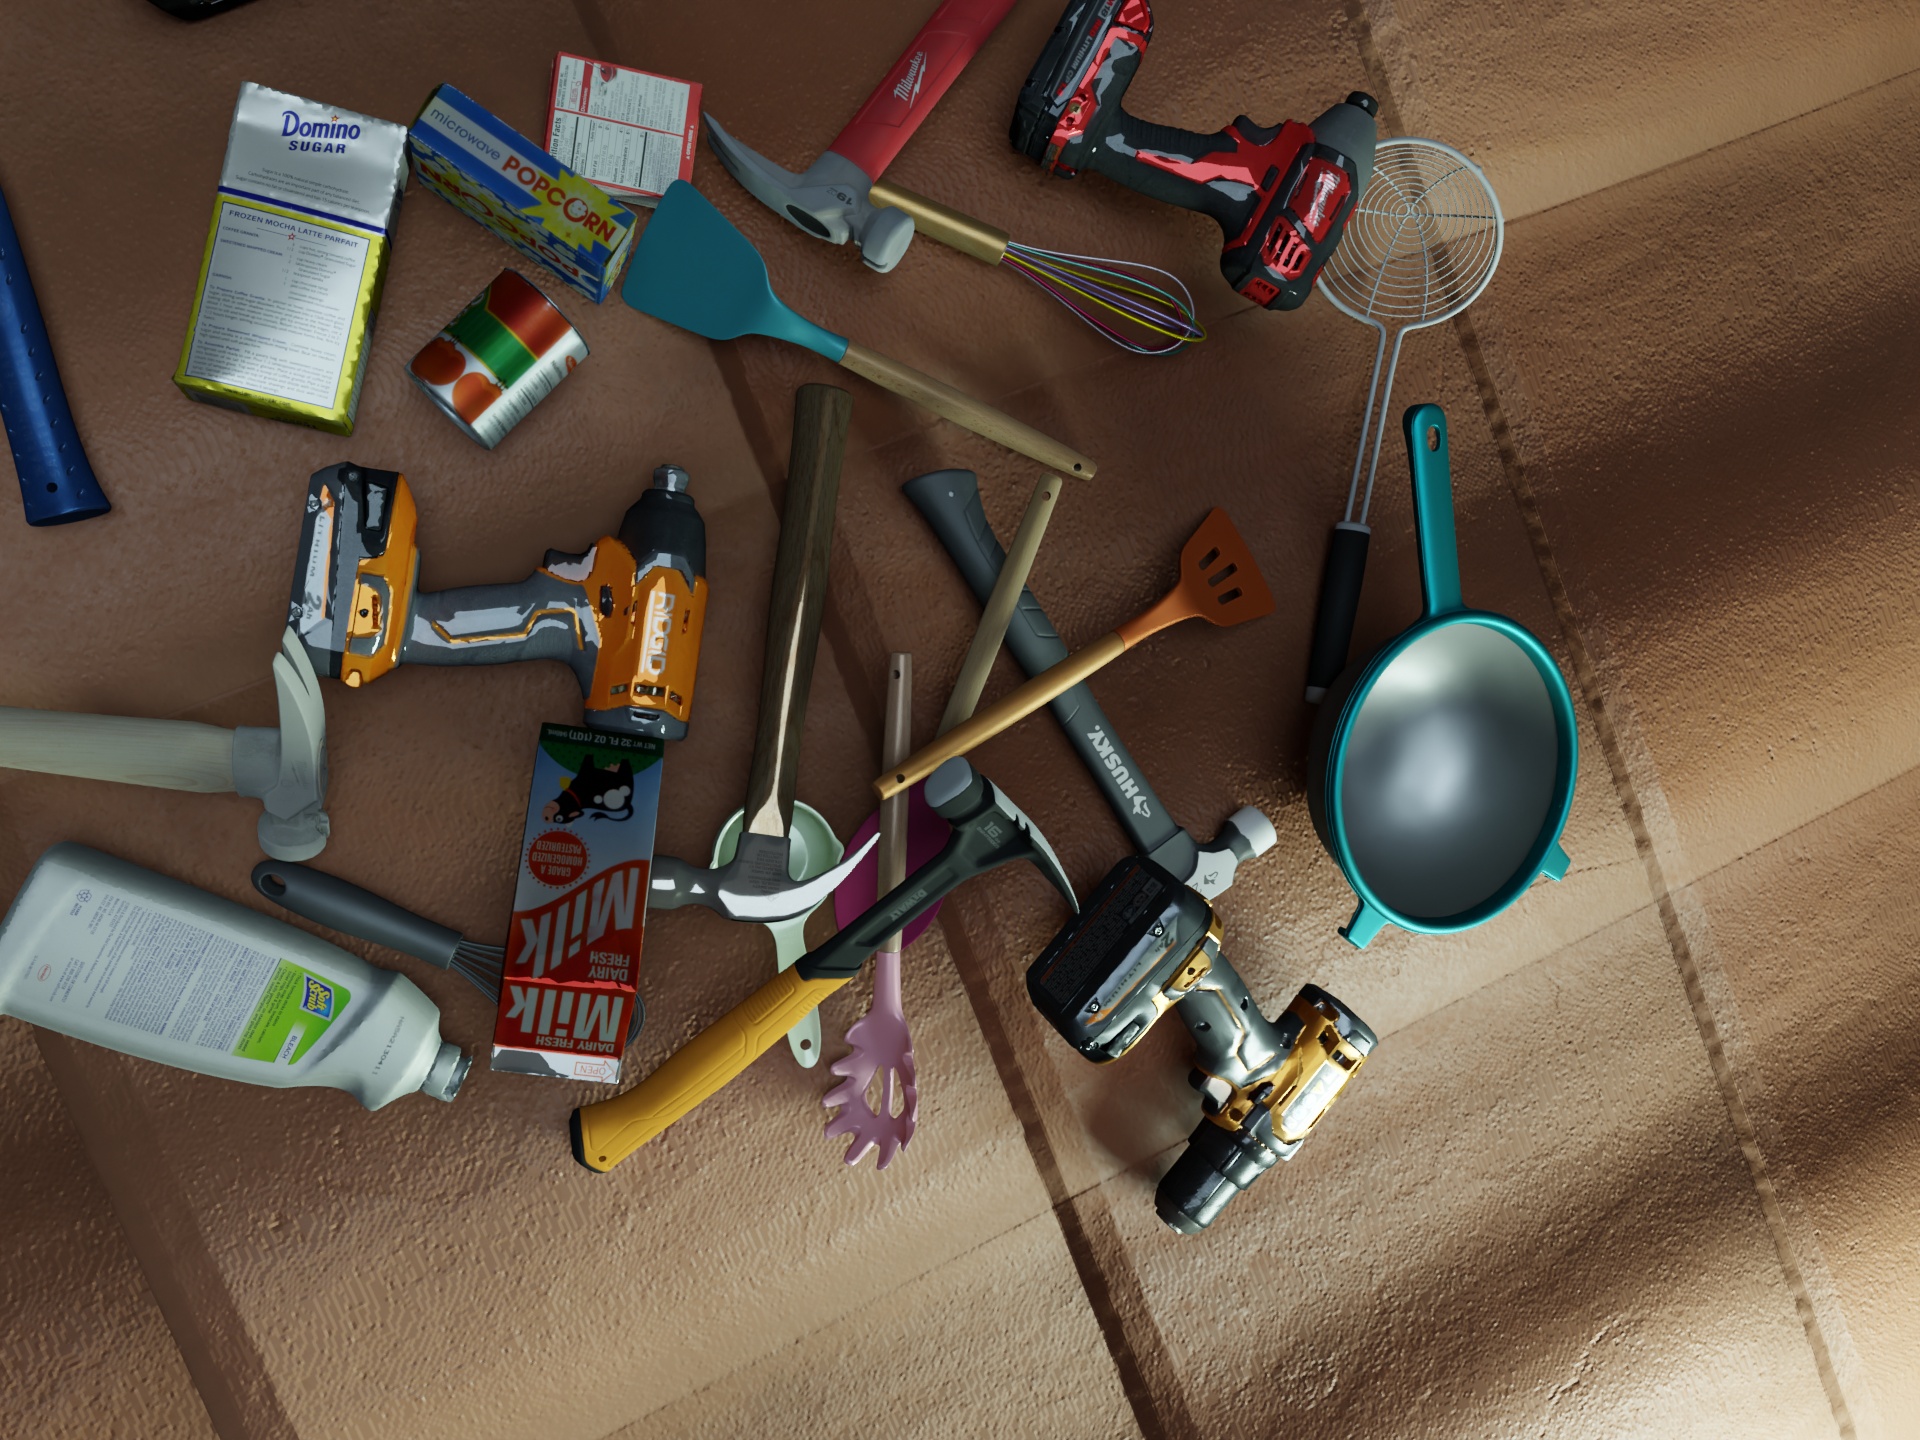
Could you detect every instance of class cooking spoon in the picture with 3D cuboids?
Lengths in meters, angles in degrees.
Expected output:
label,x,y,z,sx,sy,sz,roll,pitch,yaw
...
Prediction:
label,x,y,z,sx,sy,sz,roll,pitch,yaw
cooking spoon,-0.002,-0.003,0.990,0.069,0.017,0.319,22,96,-1

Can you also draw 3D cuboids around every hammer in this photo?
label,x,y,z,sx,sy,sz,roll,pitch,yaw
hammer,-0.099,-0.043,0.956,0.130,0.031,0.331,9,79,-9
hammer,-0.547,-0.005,0.827,0.410,0.038,0.146,6,130,-11
hammer,0.003,-0.463,0.998,0.143,0.038,0.386,34,78,5
hammer,-0.546,-0.305,0.858,0.144,0.035,0.405,-15,94,-15
hammer,-0.091,0.161,0.930,0.337,0.034,0.127,-38,125,8
hammer,0.063,-0.016,1.024,0.146,0.035,0.334,-35,99,-13

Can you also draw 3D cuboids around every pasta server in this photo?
label,x,y,z,sx,sy,sz,roll,pitch,yaw
pasta server,-0.046,0.116,0.977,0.060,0.040,0.316,5,96,18

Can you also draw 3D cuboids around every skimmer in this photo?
label,x,y,z,sx,sy,sz,roll,pitch,yaw
skimmer,0.268,-0.191,1.051,0.127,0.090,0.363,11,90,17

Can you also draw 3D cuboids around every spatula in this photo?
label,x,y,z,sx,sy,sz,roll,pitch,yaw
spatula,0.076,-0.036,0.995,0.322,0.041,0.081,-32,94,-22
spatula,-0.051,-0.224,0.992,0.317,0.044,0.082,23,111,-21

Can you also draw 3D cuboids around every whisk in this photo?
label,x,y,z,sx,sy,sz,roll,pitch,yaw
whisk,-0.297,0.136,0.925,0.239,0.055,0.055,25,84,-9
whisk,0.047,-0.293,1.021,0.245,0.051,0.047,21,64,-10

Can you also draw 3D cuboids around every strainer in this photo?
label,x,y,z,sx,sy,sz,roll,pitch,yaw
strainer,0.291,-0.033,1.041,0.211,0.095,0.340,-13,102,-25

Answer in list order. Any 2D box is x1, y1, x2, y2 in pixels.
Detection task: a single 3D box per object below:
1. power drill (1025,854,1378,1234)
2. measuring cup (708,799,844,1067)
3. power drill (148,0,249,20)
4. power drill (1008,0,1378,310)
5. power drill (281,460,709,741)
label,x,y,z,sx,sy,sz,roll,pitch,yaw
power drill,0.142,0.214,1.010,0.226,0.084,0.185,41,89,-28
measuring cup,-0.108,0.129,0.978,0.083,0.038,0.167,-10,95,-15
power drill,-0.425,-0.526,0.870,0.190,0.080,0.228,-29,95,-13
power drill,0.153,-0.371,1.001,0.219,0.078,0.143,29,90,-4
power drill,-0.258,-0.082,0.916,0.226,0.084,0.164,9,87,-19
